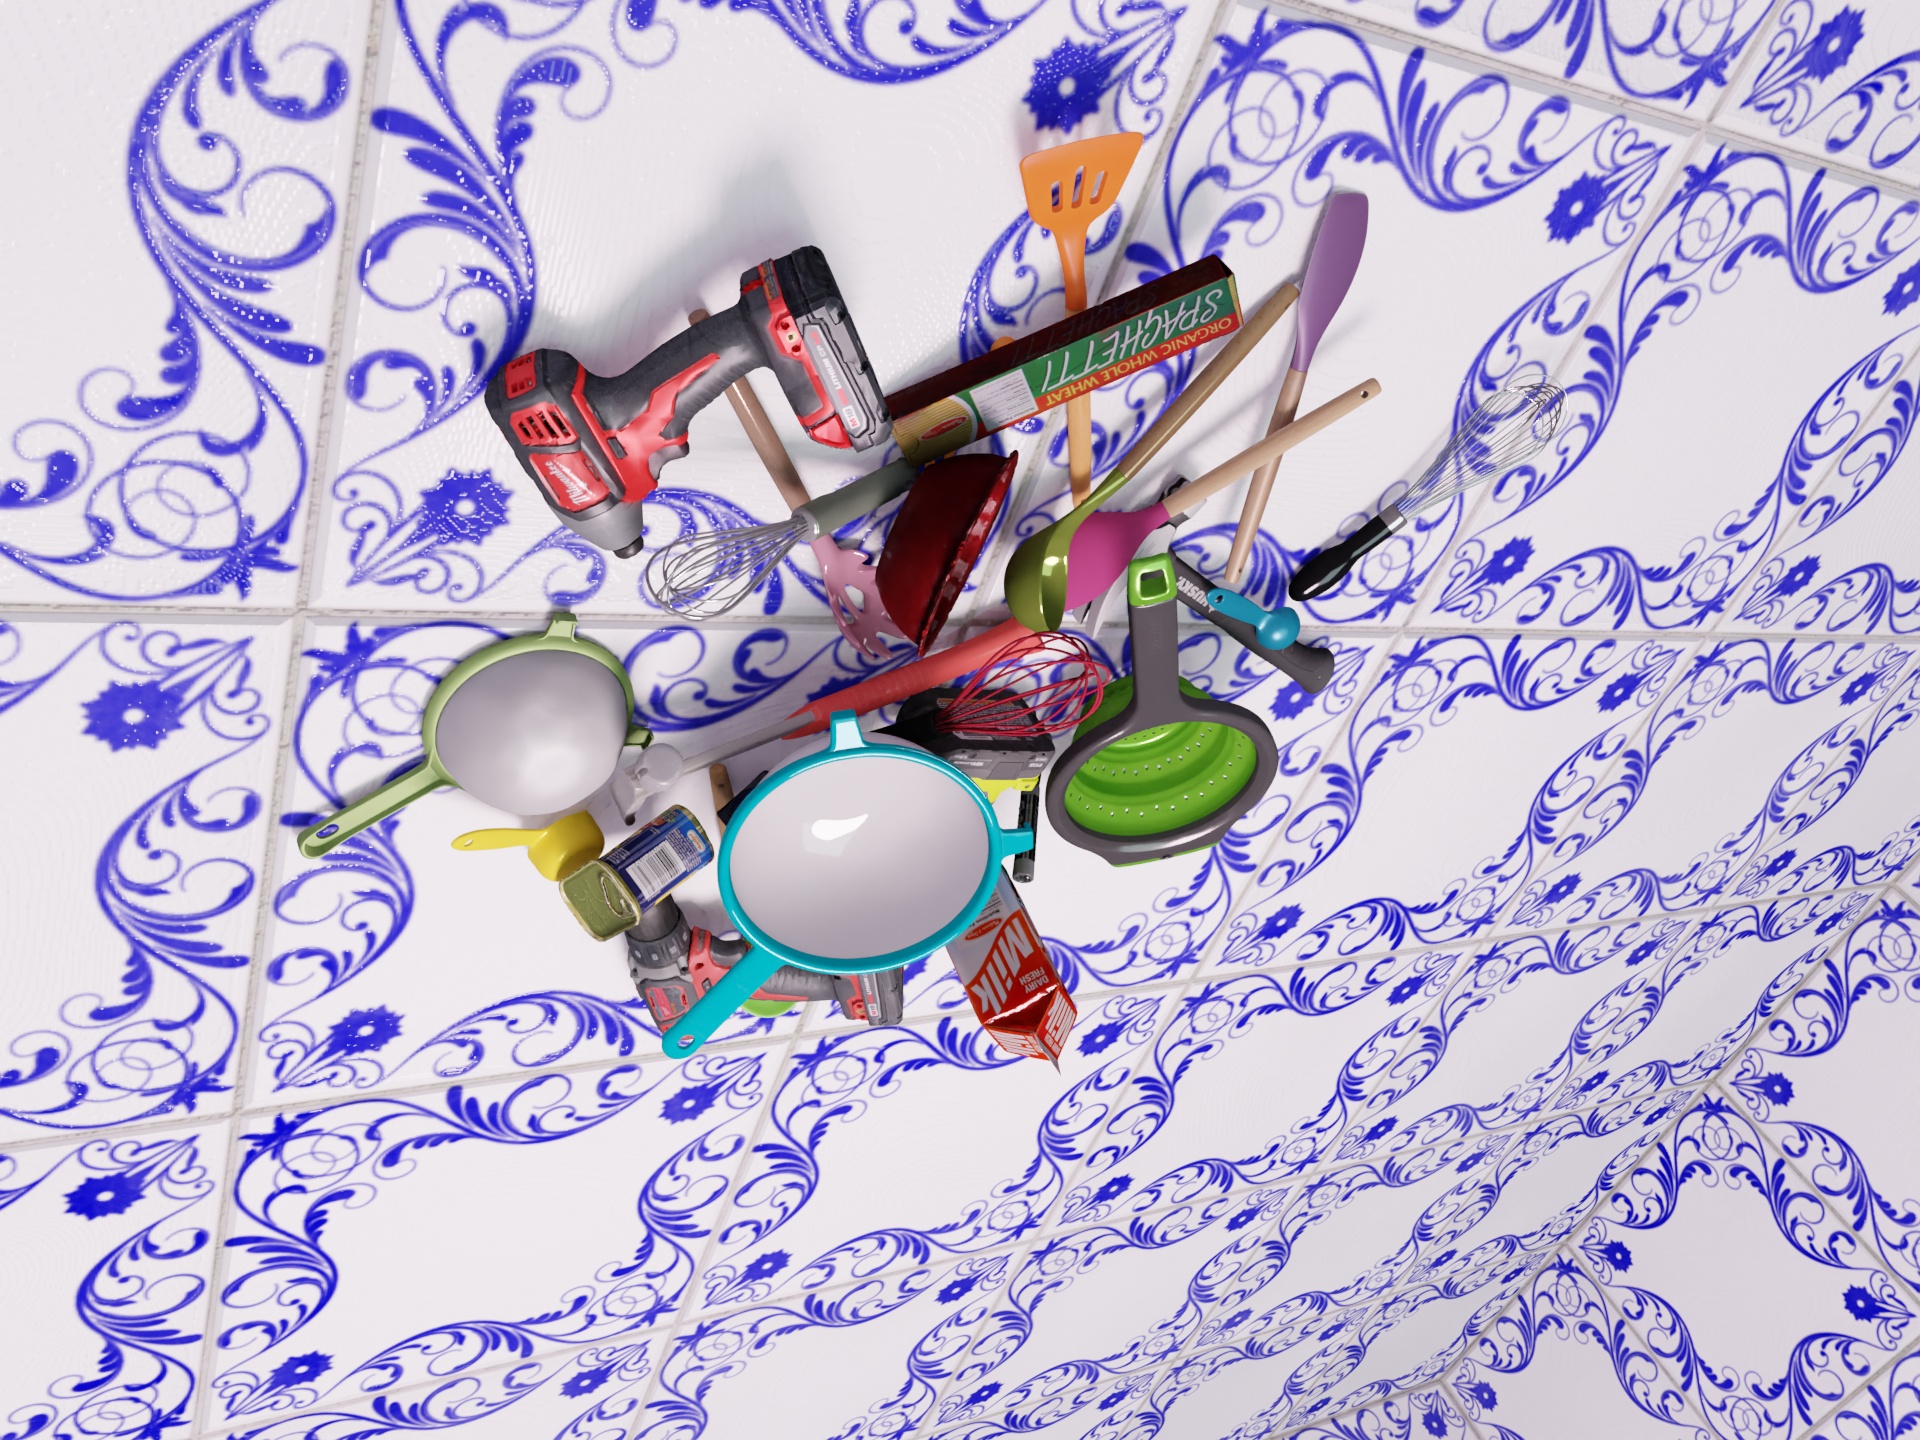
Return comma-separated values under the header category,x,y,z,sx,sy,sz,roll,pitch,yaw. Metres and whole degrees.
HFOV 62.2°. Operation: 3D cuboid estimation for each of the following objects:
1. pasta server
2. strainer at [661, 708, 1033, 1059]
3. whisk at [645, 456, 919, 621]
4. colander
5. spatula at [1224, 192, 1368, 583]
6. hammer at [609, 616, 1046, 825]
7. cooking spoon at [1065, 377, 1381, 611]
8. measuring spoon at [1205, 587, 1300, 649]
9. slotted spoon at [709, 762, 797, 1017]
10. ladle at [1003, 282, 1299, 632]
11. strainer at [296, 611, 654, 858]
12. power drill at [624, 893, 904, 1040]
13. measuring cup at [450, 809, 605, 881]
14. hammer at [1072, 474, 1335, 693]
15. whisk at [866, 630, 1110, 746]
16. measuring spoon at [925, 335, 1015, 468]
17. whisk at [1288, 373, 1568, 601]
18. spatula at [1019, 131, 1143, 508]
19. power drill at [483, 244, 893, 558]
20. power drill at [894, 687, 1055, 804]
category,x,y,z,sx,sy,sz,roll,pitch,yaw
pasta server,-0.108,-0.154,1.092,0.060,0.040,0.315,-53,143,-21
strainer,-0.121,0.127,1.222,0.210,0.095,0.340,34,112,-28
whisk,-0.110,-0.127,1.052,0.246,0.059,0.057,-35,167,-42
colander,0.155,-0.025,1.323,0.204,0.095,0.396,-13,142,0
spatula,0.255,-0.248,1.228,0.059,0.018,0.315,-13,129,-38
hammer,-0.094,-0.008,1.223,0.359,0.037,0.149,-22,175,-24
cooking spoon,0.181,-0.177,1.230,0.319,0.017,0.068,-30,107,8
measuring spoon,0.251,-0.086,1.353,0.128,0.021,0.042,18,117,-45
slotted spoon,-0.181,0.148,1.354,0.070,0.031,0.313,-15,135,-11
ladle,0.147,-0.196,1.184,0.320,0.062,0.078,-47,160,4
strainer,-0.340,0.042,1.110,0.256,0.069,0.151,-30,140,-7
power drill,-0.167,0.187,1.322,0.226,0.080,0.187,-5,133,4
measuring cup,-0.315,0.096,1.165,0.062,0.029,0.156,-45,163,13
hammer,0.231,-0.087,1.384,0.146,0.035,0.334,-48,138,15
whisk,-0.002,-0.004,1.187,0.073,0.073,0.296,10,159,-39
measuring spoon,0.007,-0.219,1.123,0.021,0.011,0.117,10,124,-39
whisk,0.401,-0.194,1.375,0.284,0.070,0.070,-39,140,14
spatula,0.083,-0.263,1.107,0.081,0.041,0.322,-14,139,-6
power drill,-0.161,-0.187,0.974,0.219,0.079,0.143,-22,132,3
power drill,-0.030,0.080,1.349,0.171,0.080,0.223,2,132,-36
